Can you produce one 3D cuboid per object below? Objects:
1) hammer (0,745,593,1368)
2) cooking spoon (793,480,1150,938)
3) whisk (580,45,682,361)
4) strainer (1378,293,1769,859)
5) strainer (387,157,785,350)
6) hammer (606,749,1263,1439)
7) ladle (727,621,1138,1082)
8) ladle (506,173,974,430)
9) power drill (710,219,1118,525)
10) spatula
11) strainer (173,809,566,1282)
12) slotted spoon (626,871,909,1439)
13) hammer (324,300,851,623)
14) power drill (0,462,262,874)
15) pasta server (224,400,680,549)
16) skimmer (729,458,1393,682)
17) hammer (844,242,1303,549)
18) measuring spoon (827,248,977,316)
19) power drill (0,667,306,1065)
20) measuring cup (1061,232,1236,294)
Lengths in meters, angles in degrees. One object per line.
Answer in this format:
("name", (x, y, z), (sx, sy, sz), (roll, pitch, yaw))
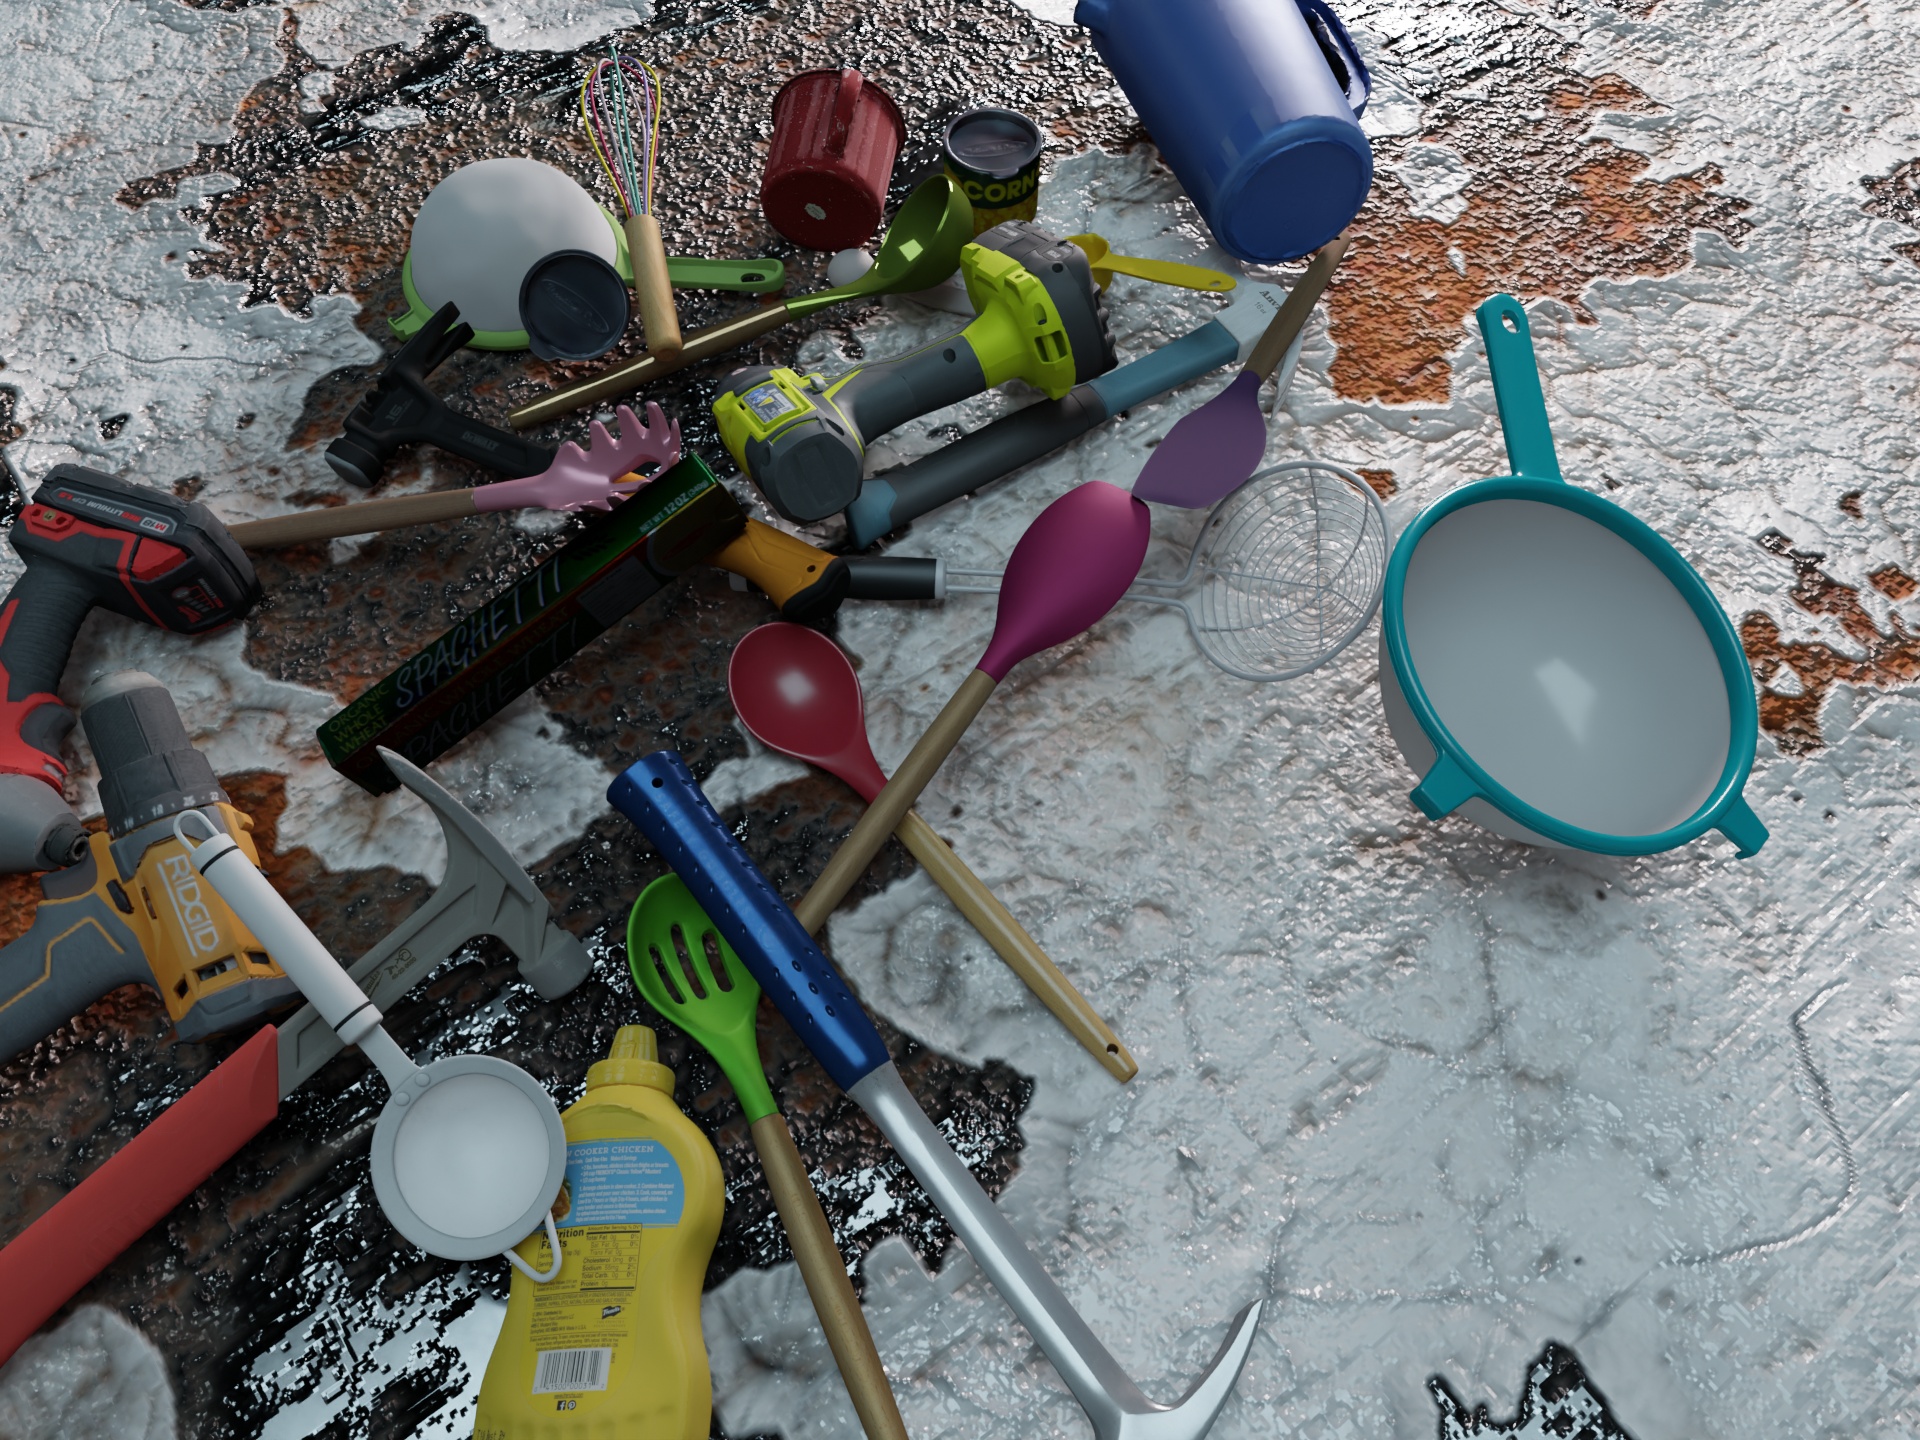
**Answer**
("hammer", (-0.347, 0.177, 0.716), (0.359, 0.149, 0.037), (-42, 23, -17))
("cooking spoon", (-0.001, -0.003, 0.830), (0.069, 0.017, 0.319), (30, 74, 22))
("whisk", (-0.202, -0.331, 1.005), (0.047, 0.051, 0.245), (-2, 64, -26))
("strainer", (0.296, -0.073, 0.861), (0.211, 0.095, 0.341), (7, 62, -14))
("strainer", (-0.243, -0.313, 1.033), (0.256, 0.069, 0.152), (4, 58, 4))
("hammer", (-0.031, 0.170, 0.735), (0.144, 0.035, 0.406), (-33, 70, -19))
("ladle", (-0.016, 0.065, 0.828), (0.069, 0.031, 0.316), (-36, 67, -16))
("ladle", (-0.138, -0.259, 0.999), (0.320, 0.062, 0.078), (-24, 34, -7))
("power drill", (-0.036, -0.209, 0.940), (0.223, 0.080, 0.171), (-28, 34, -8))
("spatula", (0.184, -0.216, 0.953), (0.060, 0.018, 0.316), (14, 47, 23))
("strainer", (-0.255, 0.137, 0.694), (0.087, 0.050, 0.258), (-41, 89, -2))
("slotted spoon", (-0.083, 0.210, 0.737), (0.070, 0.031, 0.314), (-9, 58, -33))
("hammer", (-0.208, -0.141, 0.924), (0.337, 0.034, 0.127), (24, 71, 19))
("power drill", (-0.483, -0.021, 0.853), (0.143, 0.078, 0.220), (18, 63, 11))
("pasta server", (-0.300, -0.125, 0.897), (0.316, 0.040, 0.060), (-6, 63, 13))
("skimmer", (0.048, -0.087, 0.882), (0.363, 0.090, 0.127), (2, 74, 3))
("hammer", (0.070, -0.191, 0.982), (0.331, 0.033, 0.128), (-28, 62, -16))
("measuring spoon", (-0.029, -0.289, 1.049), (0.124, 0.018, 0.034), (17, 60, 9))
("power drill", (-0.449, 0.092, 0.752), (0.226, 0.084, 0.185), (-22, 85, -15))
("measuring cup", (0.109, -0.276, 1.008), (0.157, 0.029, 0.062), (22, 54, 36))
